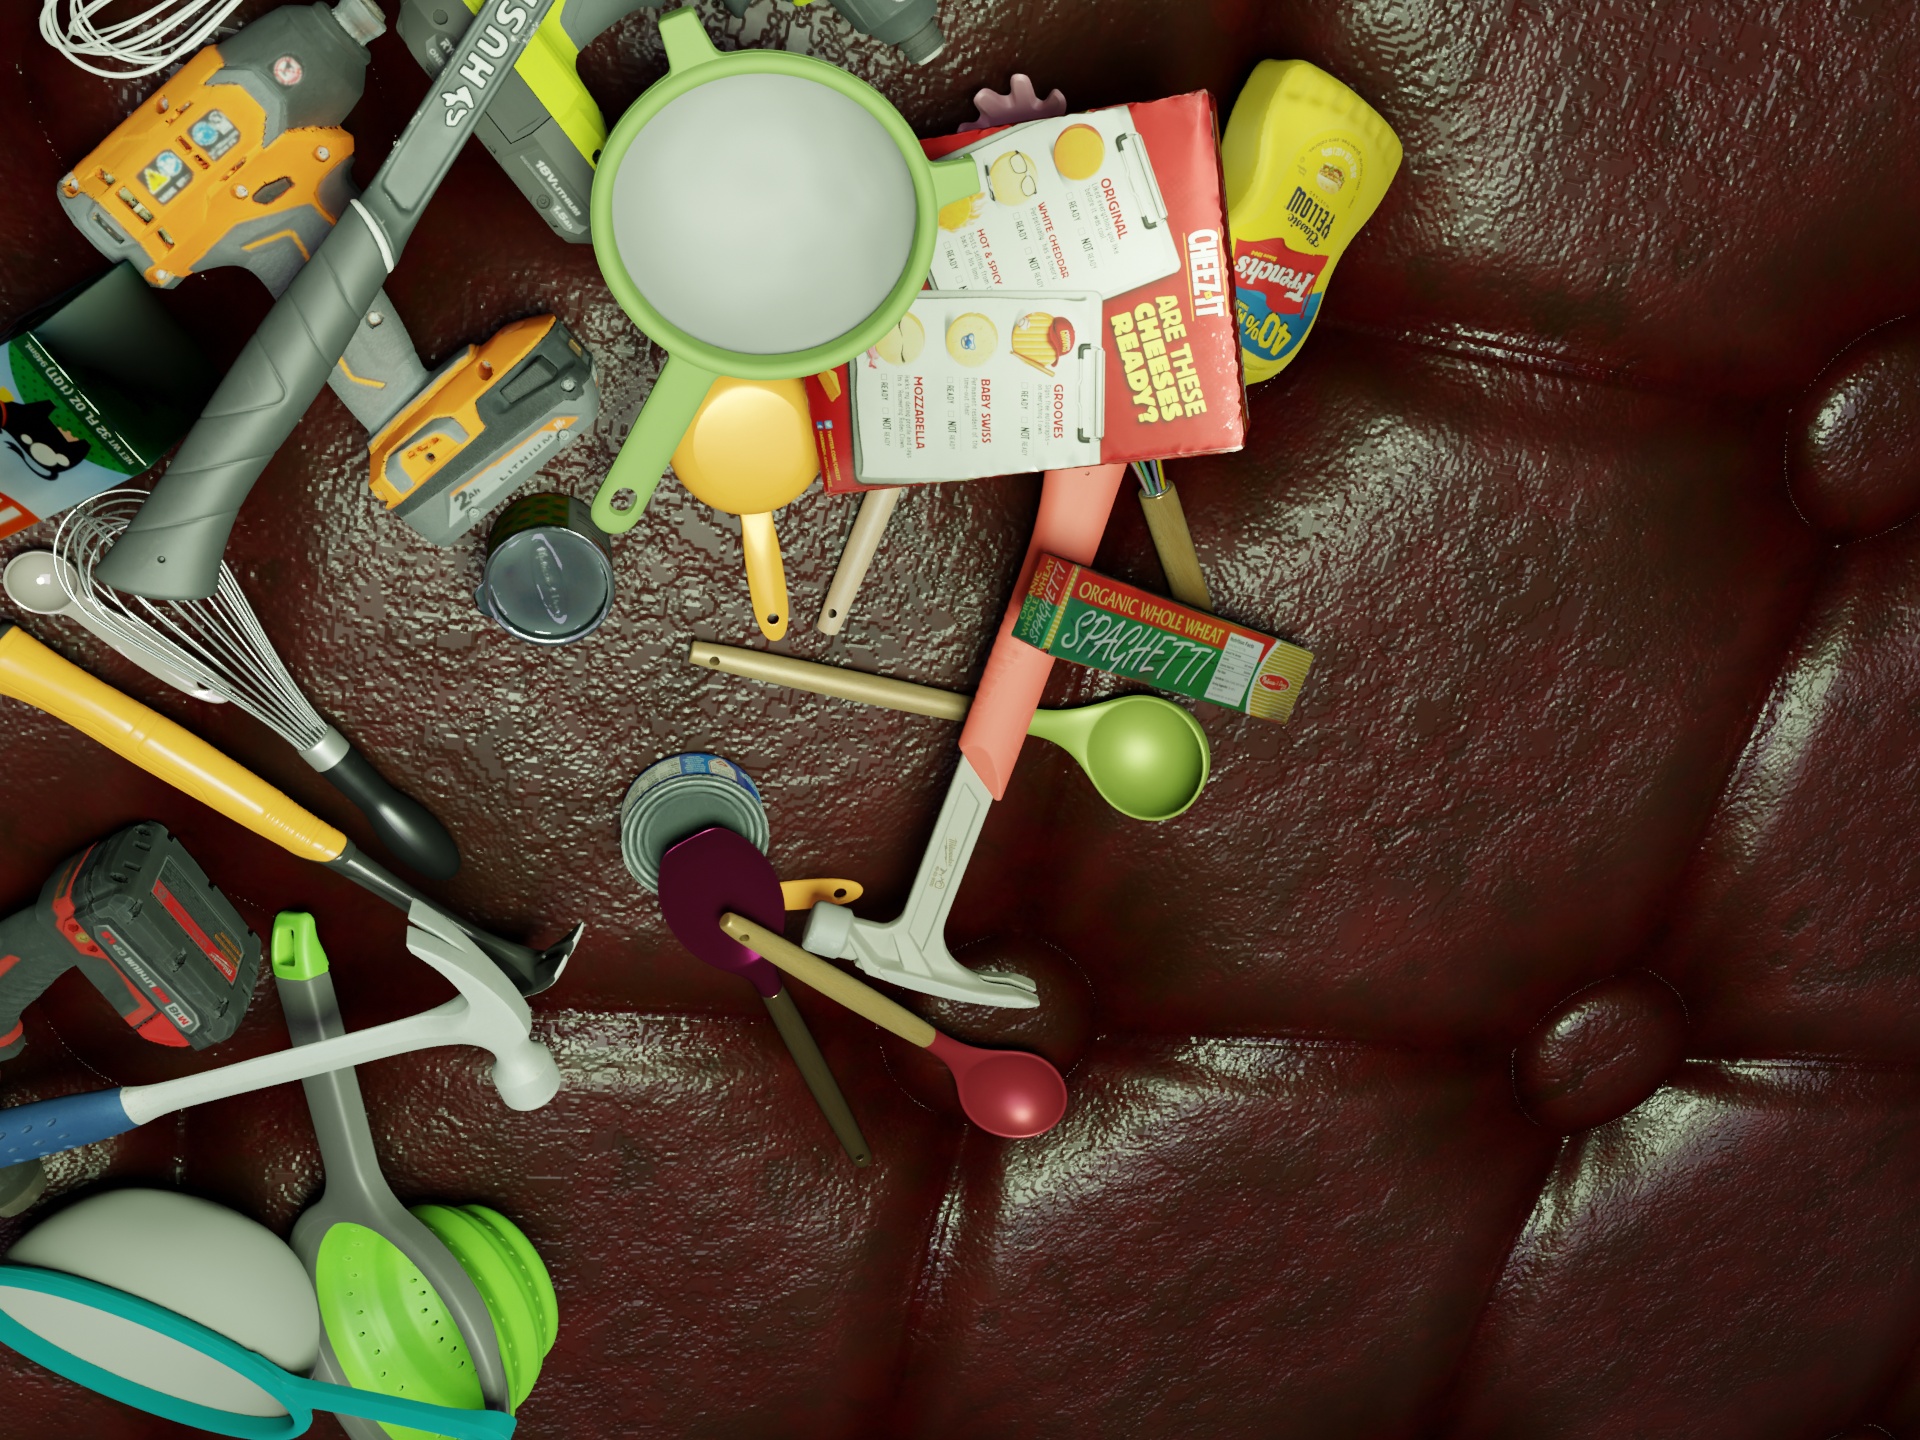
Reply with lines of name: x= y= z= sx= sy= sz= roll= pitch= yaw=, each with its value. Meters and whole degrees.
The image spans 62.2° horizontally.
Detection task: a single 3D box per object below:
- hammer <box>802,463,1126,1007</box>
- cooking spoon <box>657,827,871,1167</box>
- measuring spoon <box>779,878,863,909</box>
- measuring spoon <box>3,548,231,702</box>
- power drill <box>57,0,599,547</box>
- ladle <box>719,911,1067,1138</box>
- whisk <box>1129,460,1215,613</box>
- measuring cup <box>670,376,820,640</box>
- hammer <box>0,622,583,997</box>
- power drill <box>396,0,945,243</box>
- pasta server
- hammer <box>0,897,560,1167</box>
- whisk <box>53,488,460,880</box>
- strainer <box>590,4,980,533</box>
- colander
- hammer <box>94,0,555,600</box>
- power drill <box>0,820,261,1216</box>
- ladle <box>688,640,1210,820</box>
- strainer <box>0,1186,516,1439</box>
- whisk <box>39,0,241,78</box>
hammer: x=0.032 y=-0.001 z=0.907 sx=0.149 sy=0.037 sz=0.359 roll=16 pitch=109 yaw=-11
cooking spoon: x=-0.111 y=0.185 z=0.999 sx=0.069 sy=0.017 sz=0.318 roll=-27 pitch=128 yaw=-9
measuring spoon: x=-0.118 y=0.112 z=0.988 sx=0.117 sy=0.011 sz=0.021 roll=-4 pitch=117 yaw=-13
measuring spoon: x=-0.434 y=-0.048 z=0.827 sx=0.034 sy=0.018 sz=0.124 roll=-42 pitch=125 yaw=8
power drill: x=-0.274 y=-0.213 z=0.748 sx=0.164 sy=0.084 sz=0.226 roll=-39 pitch=115 yaw=7
ladle: x=-0.039 y=0.194 z=1.015 sx=0.069 sy=0.031 sz=0.315 roll=-42 pitch=128 yaw=12
whisk: x=0.102 y=-0.151 z=0.904 sx=0.047 sy=0.051 sz=0.244 roll=-14 pitch=125 yaw=16
measuring cup: x=-0.109 y=-0.115 z=0.853 sx=0.095 sy=0.052 sz=0.173 roll=-11 pitch=116 yaw=-9
hammer: x=-0.363 y=0.054 z=0.855 sx=0.336 sy=0.034 sz=0.127 roll=37 pitch=146 yaw=-22
power drill: x=-0.126 y=-0.329 z=0.731 sx=0.223 sy=0.080 sz=0.171 roll=-38 pitch=119 yaw=2
pasta server: x=-0.018 y=-0.184 z=0.852 sx=0.060 sy=0.040 sz=0.316 roll=26 pitch=111 yaw=3
hammer: x=-0.433 y=0.198 z=0.847 sx=0.405 sy=0.035 sz=0.143 roll=-14 pitch=128 yaw=-1
whisk: x=-0.359 y=-0.007 z=0.841 sx=0.070 sy=0.070 sz=0.284 roll=-33 pitch=124 yaw=3
strainer: x=-0.115 y=-0.199 z=0.742 sx=0.151 sy=0.069 sz=0.256 roll=19 pitch=128 yaw=-26
colander: x=-0.333 y=0.293 z=0.977 sx=0.094 sy=0.204 sz=0.397 roll=-24 pitch=109 yaw=-52
hammer: x=-0.239 y=-0.222 z=0.663 sx=0.149 sy=0.036 sz=0.409 roll=33 pitch=94 yaw=-26
power drill: x=-0.509 y=0.174 z=0.883 sx=0.226 sy=0.080 sz=0.187 roll=-25 pitch=120 yaw=2
ladle: x=-0.001 y=-0.003 z=0.938 sx=0.320 sy=0.062 sz=0.078 roll=12 pitch=113 yaw=-17
strainer: x=-0.405 y=0.347 z=0.932 sx=0.340 sy=0.095 sz=0.210 roll=6 pitch=138 yaw=12
whisk: x=-0.287 y=-0.353 z=0.694 sx=0.246 sy=0.059 sz=0.058 roll=-30 pitch=92 yaw=-3
